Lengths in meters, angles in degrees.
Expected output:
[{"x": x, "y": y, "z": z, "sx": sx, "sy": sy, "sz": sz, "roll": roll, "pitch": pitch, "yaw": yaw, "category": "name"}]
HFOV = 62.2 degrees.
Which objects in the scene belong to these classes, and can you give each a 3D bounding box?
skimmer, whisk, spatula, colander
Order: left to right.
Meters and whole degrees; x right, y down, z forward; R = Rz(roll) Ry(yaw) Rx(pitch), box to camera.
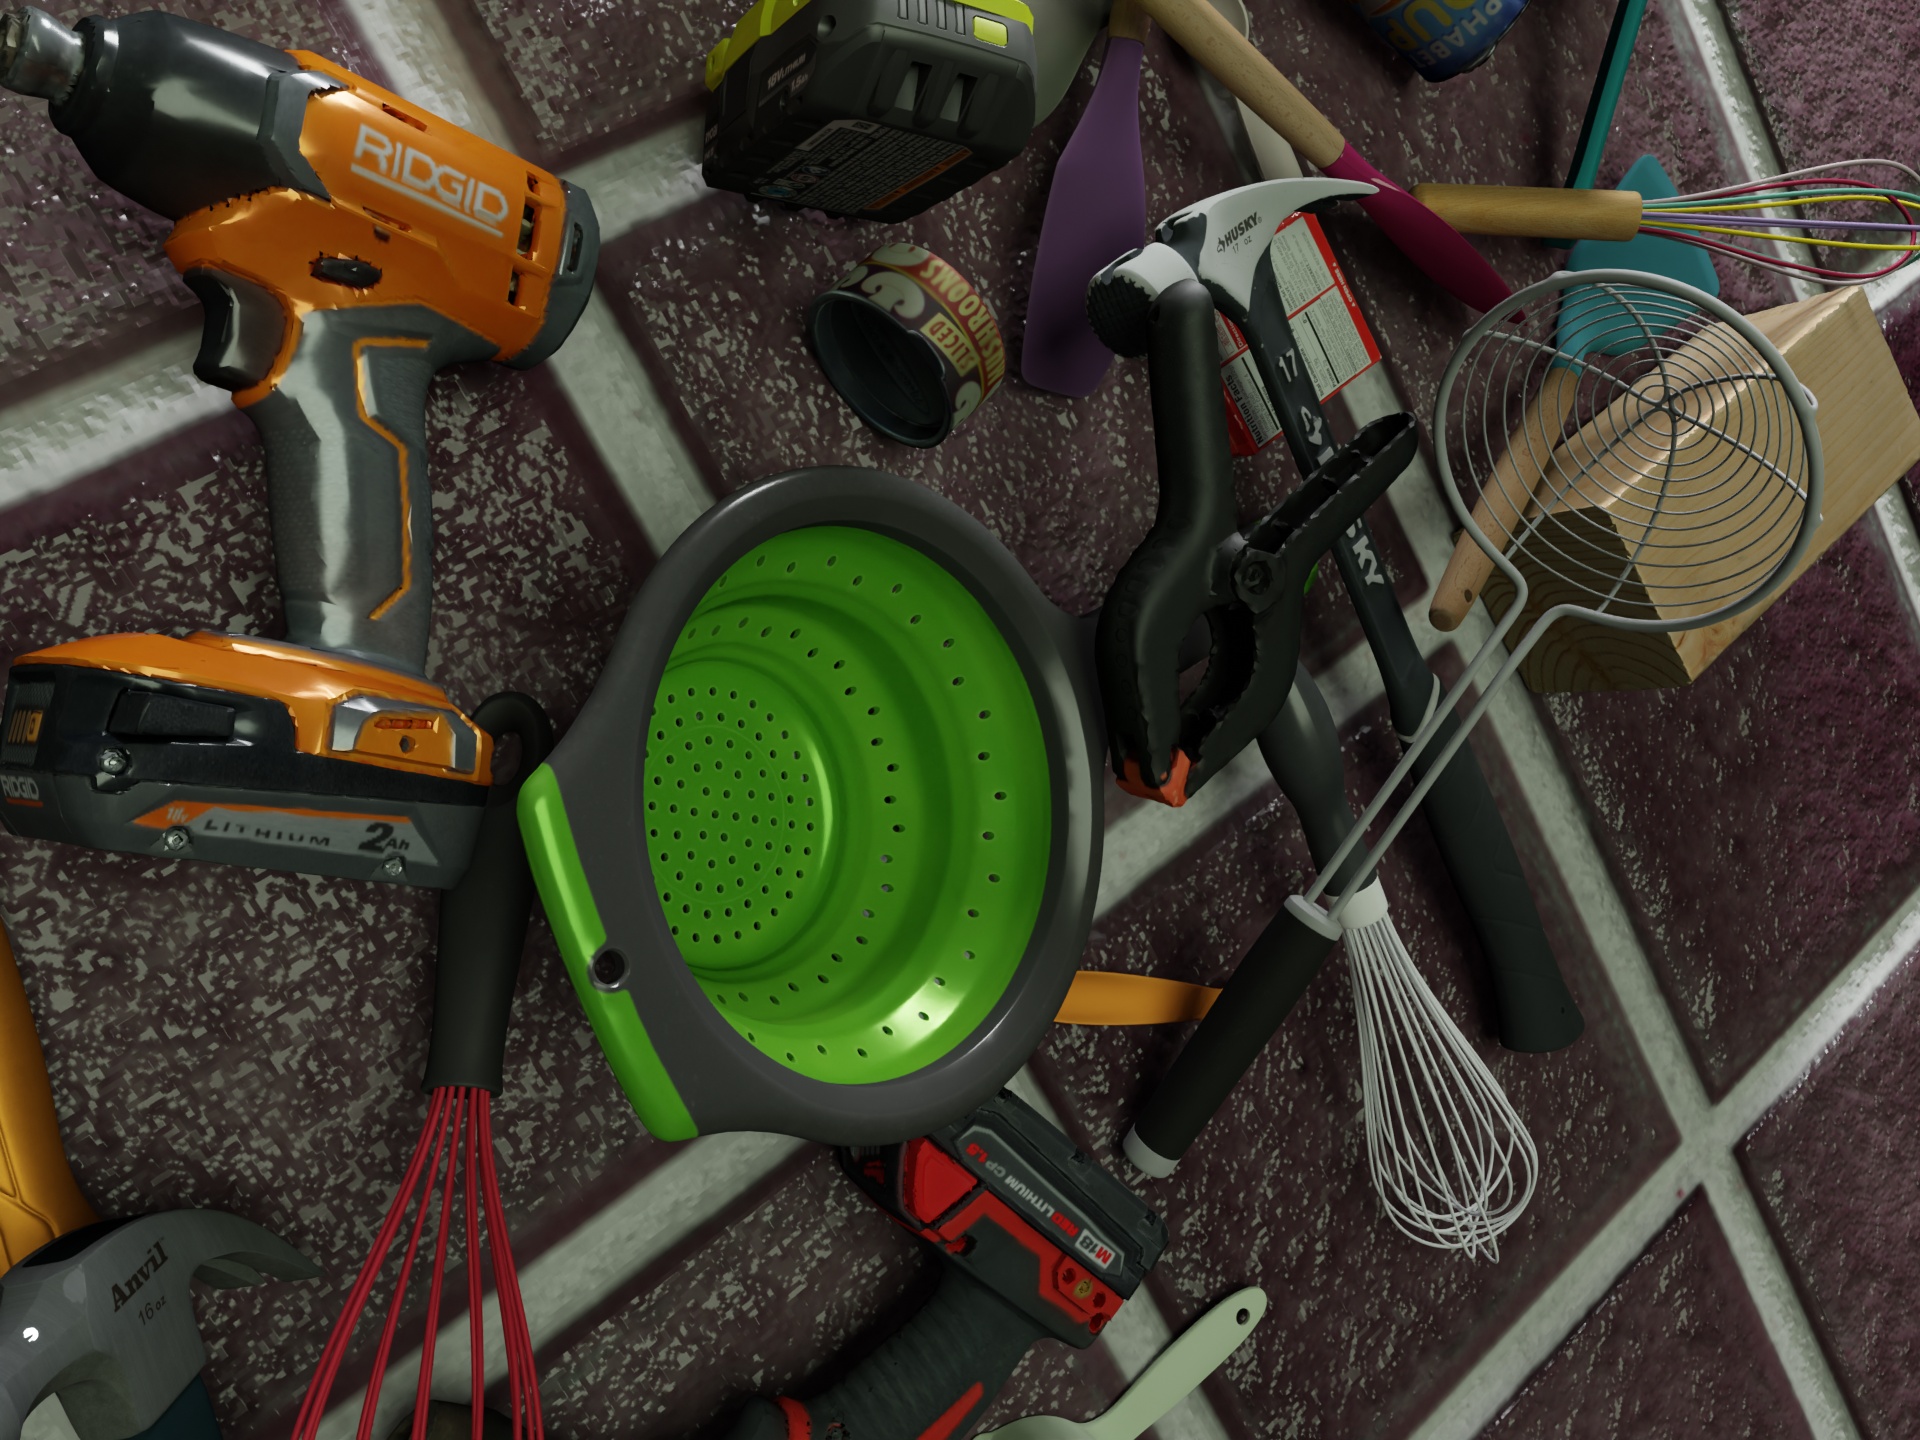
[{"x": -0.147, "y": 0.128, "z": 0.462, "sx": 0.073, "sy": 0.073, "sz": 0.296, "roll": 13, "pitch": 64, "yaw": -27, "category": "whisk"}, {"x": -0.001, "y": -0.002, "z": 0.566, "sx": 0.397, "sy": 0.094, "sz": 0.204, "roll": -30, "pitch": 106, "yaw": -43, "category": "colander"}, {"x": 0.069, "y": -0.281, "z": 0.599, "sx": 0.059, "sy": 0.018, "sz": 0.316, "roll": 1, "pitch": 103, "yaw": -44, "category": "spatula"}, {"x": 0.169, "y": 0.099, "z": 0.643, "sx": 0.070, "sy": 0.070, "sz": 0.284, "roll": -30, "pitch": 107, "yaw": -25, "category": "whisk"}, {"x": 0.149, "y": 0.023, "z": 0.552, "sx": 0.363, "sy": 0.127, "sz": 0.090, "roll": -59, "pitch": 158, "yaw": 15, "category": "skimmer"}, {"x": 0.268, "y": -0.141, "z": 0.701, "sx": 0.082, "sy": 0.044, "sz": 0.318, "roll": 52, "pitch": 50, "yaw": -19, "category": "spatula"}, {"x": 0.321, "y": -0.225, "z": 0.711, "sx": 0.245, "sy": 0.051, "sz": 0.047, "roll": 3, "pitch": 71, "yaw": 0, "category": "whisk"}]

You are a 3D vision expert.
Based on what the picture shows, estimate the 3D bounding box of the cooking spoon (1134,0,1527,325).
[{"x": 0.129, "y": -0.236, "z": 0.622, "sx": 0.318, "sy": 0.069, "sz": 0.017, "roll": 26, "pitch": 108, "yaw": -37, "category": "cooking spoon"}]

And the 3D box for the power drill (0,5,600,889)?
[{"x": -0.195, "y": -0.074, "z": 0.442, "sx": 0.164, "sy": 0.084, "sz": 0.226, "roll": 16, "pitch": 79, "yaw": -47, "category": "power drill"}]

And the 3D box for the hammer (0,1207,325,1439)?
[{"x": -0.189, "y": 0.287, "z": 0.446, "sx": 0.033, "sy": 0.128, "sz": 0.331, "roll": -11, "pitch": 105, "yaw": 9, "category": "hammer"}]

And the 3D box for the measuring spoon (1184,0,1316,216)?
[{"x": 0.122, "y": -0.250, "z": 0.673, "sx": 0.034, "sy": 0.018, "sz": 0.124, "roll": -39, "pitch": 112, "yaw": -23, "category": "measuring spoon"}]

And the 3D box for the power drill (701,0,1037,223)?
[{"x": -0.021, "y": -0.292, "z": 0.503, "sx": 0.080, "sy": 0.191, "sz": 0.228, "roll": 3, "pitch": 91, "yaw": -28, "category": "power drill"}]

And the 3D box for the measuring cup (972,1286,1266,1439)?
[{"x": 0.068, "y": 0.279, "z": 0.607, "sx": 0.167, "sy": 0.038, "sz": 0.083, "roll": -36, "pitch": 104, "yaw": -22, "category": "measuring cup"}]

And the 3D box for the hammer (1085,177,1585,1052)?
[{"x": 0.182, "y": -0.026, "z": 0.655, "sx": 0.149, "sy": 0.036, "sz": 0.408, "roll": -42, "pitch": 115, "yaw": -33, "category": "hammer"}]

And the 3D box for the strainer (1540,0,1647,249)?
[{"x": 0.278, "y": -0.391, "z": 0.707, "sx": 0.095, "sy": 0.211, "sz": 0.340, "roll": 13, "pitch": 106, "yaw": 6, "category": "strainer"}]

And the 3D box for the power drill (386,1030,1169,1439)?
[{"x": -0.057, "y": 0.214, "z": 0.527, "sx": 0.187, "sy": 0.080, "sz": 0.227, "roll": 43, "pitch": 73, "yaw": -19, "category": "power drill"}]

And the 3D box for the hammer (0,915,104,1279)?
[{"x": -0.298, "y": 0.024, "z": 0.430, "sx": 0.127, "sy": 0.034, "sz": 0.337, "roll": -17, "pitch": 96, "yaw": -28, "category": "hammer"}]

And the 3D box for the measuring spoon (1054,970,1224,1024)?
[{"x": 0.069, "y": 0.111, "z": 0.633, "sx": 0.116, "sy": 0.011, "sz": 0.021, "roll": 7, "pitch": 84, "yaw": -24, "category": "measuring spoon"}]
